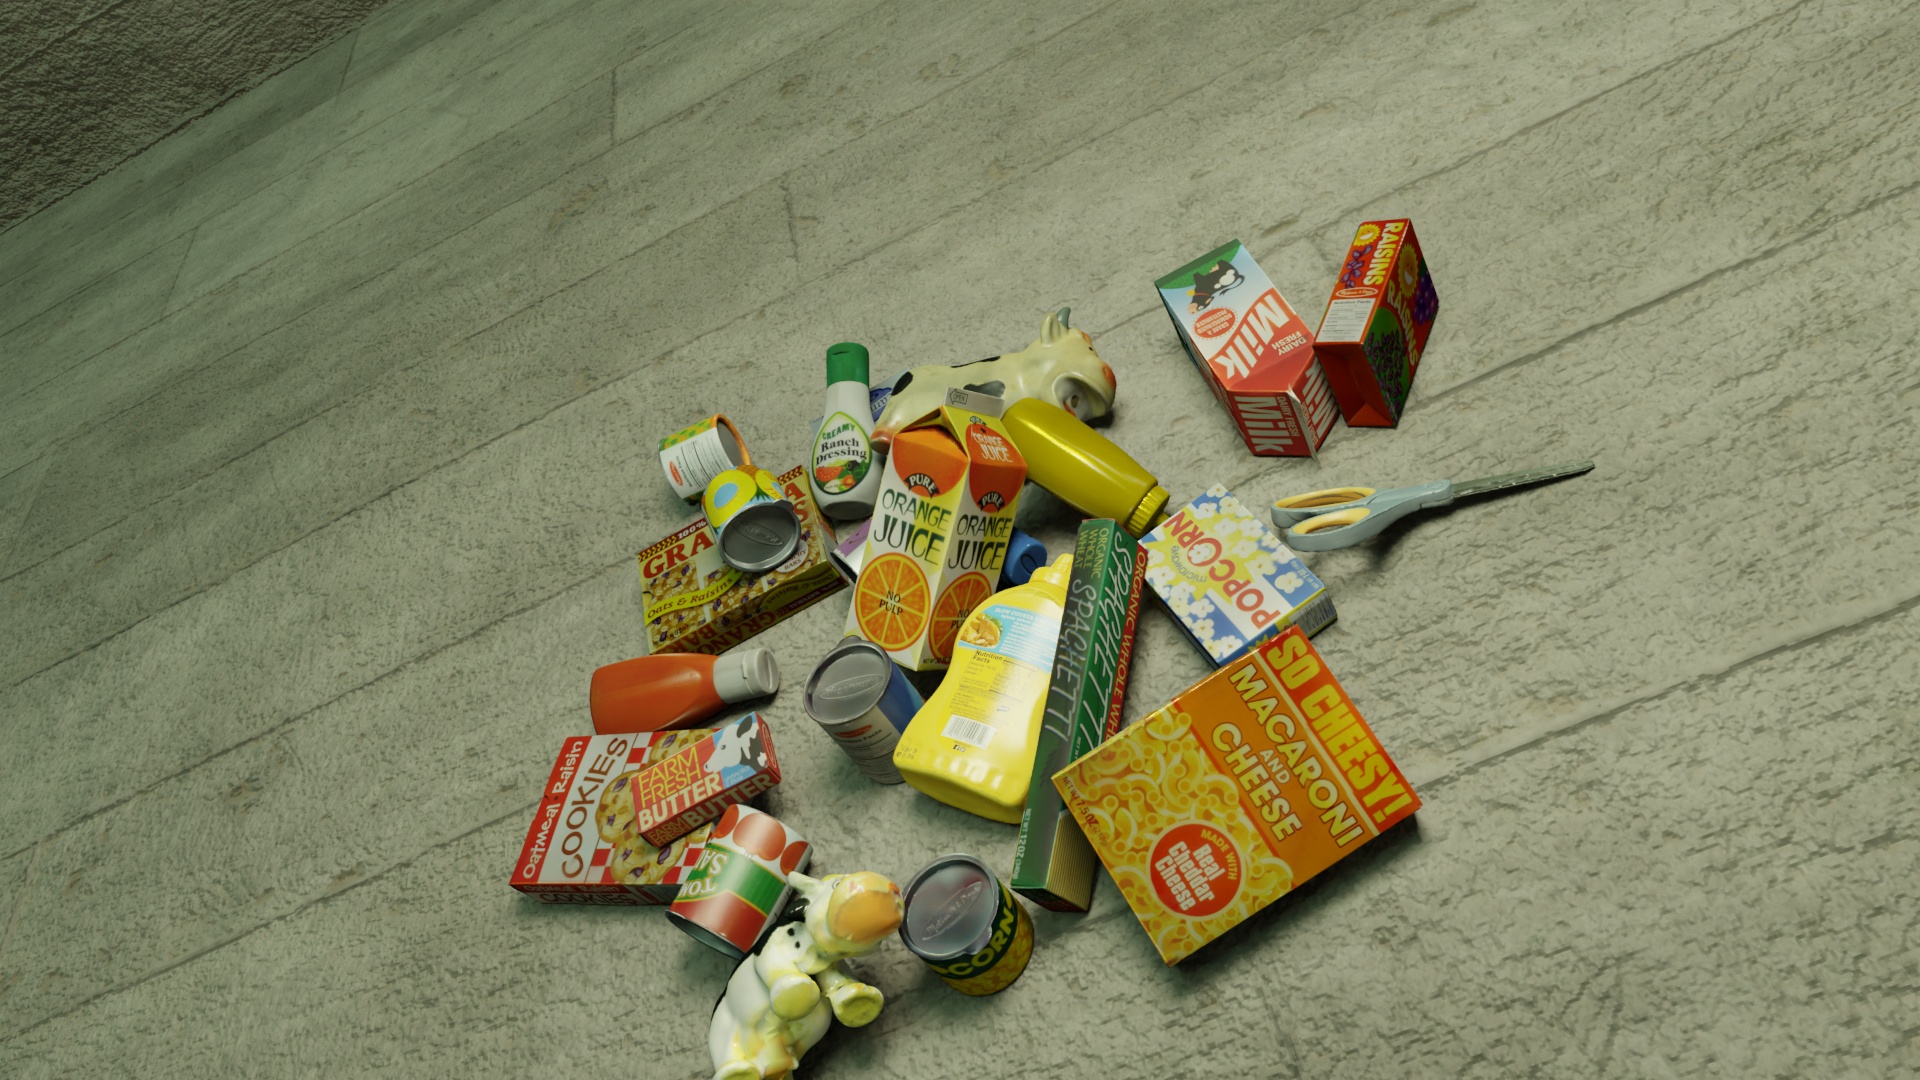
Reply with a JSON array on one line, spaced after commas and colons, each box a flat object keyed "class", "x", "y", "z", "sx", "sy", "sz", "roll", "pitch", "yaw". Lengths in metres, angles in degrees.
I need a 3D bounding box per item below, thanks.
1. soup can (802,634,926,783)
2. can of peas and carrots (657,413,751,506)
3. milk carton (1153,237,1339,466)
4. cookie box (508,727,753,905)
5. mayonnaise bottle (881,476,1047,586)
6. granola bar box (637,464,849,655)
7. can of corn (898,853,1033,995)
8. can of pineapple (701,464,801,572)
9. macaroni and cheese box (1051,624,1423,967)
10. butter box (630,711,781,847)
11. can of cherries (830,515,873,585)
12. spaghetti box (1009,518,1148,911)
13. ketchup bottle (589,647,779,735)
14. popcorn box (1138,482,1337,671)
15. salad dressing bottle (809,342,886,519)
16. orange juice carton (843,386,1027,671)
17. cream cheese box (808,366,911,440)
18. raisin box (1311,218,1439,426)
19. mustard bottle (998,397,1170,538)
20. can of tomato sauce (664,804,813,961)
[{"class": "soup can", "x": -0.059, "y": 0.116, "z": 0.954, "sx": 0.071, "sy": 0.083, "sz": 0.072, "roll": -16, "pitch": 46, "yaw": 18}, {"class": "can of peas and carrots", "x": -0.226, "y": -0.073, "z": 1.235, "sx": 0.058, "sy": 0.070, "sz": 0.071, "roll": -23, "pitch": 44, "yaw": 11}, {"class": "milk carton", "x": 0.216, "y": -0.134, "z": 1.018, "sx": 0.073, "sy": 0.072, "sz": 0.191, "roll": -27, "pitch": 44, "yaw": 7}, {"class": "cookie box", "x": -0.236, "y": 0.201, "z": 1.016, "sx": 0.167, "sy": 0.040, "sz": 0.123, "roll": -7, "pitch": 50, "yaw": 26}, {"class": "mayonnaise bottle", "x": 0.004, "y": -0.013, "z": 1.049, "sx": 0.041, "sy": 0.064, "sz": 0.148, "roll": -49, "pitch": 49, "yaw": -8}, {"class": "granola bar box", "x": -0.183, "y": 0.023, "z": 1.143, "sx": 0.165, "sy": 0.039, "sz": 0.125, "roll": -28, "pitch": 43, "yaw": 6}, {"class": "can of corn", "x": 0.005, "y": 0.232, "z": 0.831, "sx": 0.071, "sy": 0.058, "sz": 0.071, "roll": -17, "pitch": 46, "yaw": 18}, {"class": "can of pineapple", "x": -0.163, "y": -0.019, "z": 1.090, "sx": 0.071, "sy": 0.070, "sz": 0.058, "roll": -34, "pitch": 44, "yaw": 0}, {"class": "macaroni and cheese box", "x": 0.155, "y": 0.144, "z": 0.793, "sx": 0.166, "sy": 0.040, "sz": 0.124, "roll": -32, "pitch": 76, "yaw": 1}, {"class": "butter box", "x": -0.178, "y": 0.166, "z": 0.967, "sx": 0.103, "sy": 0.024, "sz": 0.053, "roll": -28, "pitch": 44, "yaw": 3}, {"class": "can of cherries", "x": -0.056, "y": 0.014, "z": 1.057, "sx": 0.058, "sy": 0.071, "sz": 0.071, "roll": -43, "pitch": 44, "yaw": -9}, {"class": "spaghetti box", "x": 0.078, "y": 0.104, "z": 0.878, "sx": 0.028, "sy": 0.050, "sz": 0.251, "roll": -7, "pitch": 58, "yaw": 37}, {"class": "ketchup bottle", "x": -0.213, "y": 0.115, "z": 1.072, "sx": 0.148, "sy": 0.043, "sz": 0.065, "roll": -14, "pitch": 74, "yaw": 19}, {"class": "popcorn box", "x": 0.177, "y": 0.029, "z": 0.922, "sx": 0.085, "sy": 0.038, "sz": 0.127, "roll": -36, "pitch": 43, "yaw": 0}, {"class": "salad dressing bottle", "x": -0.094, "y": -0.093, "z": 1.156, "sx": 0.064, "sy": 0.044, "sz": 0.148, "roll": -9, "pitch": 67, "yaw": 16}, {"class": "orange juice carton", "x": -0.012, "y": -0.011, "z": 0.975, "sx": 0.073, "sy": 0.072, "sz": 0.192, "roll": 20, "pitch": 100, "yaw": 36}, {"class": "cream cheese box", "x": -0.077, "y": -0.104, "z": 1.203, "sx": 0.104, "sy": 0.024, "sz": 0.053, "roll": -29, "pitch": 45, "yaw": 6}, {"class": "raisin box", "x": 0.294, "y": -0.154, "z": 0.979, "sx": 0.040, "sy": 0.086, "sz": 0.124, "roll": 3, "pitch": 55, "yaw": 39}, {"class": "mustard bottle", "x": 0.099, "y": -0.044, "z": 1.000, "sx": 0.160, "sy": 0.048, "sz": 0.065, "roll": 35, "pitch": 29, "yaw": 14}, {"class": "can of tomato sauce", "x": -0.147, "y": 0.226, "z": 0.920, "sx": 0.071, "sy": 0.071, "sz": 0.083, "roll": 8, "pitch": 57, "yaw": 36}]
